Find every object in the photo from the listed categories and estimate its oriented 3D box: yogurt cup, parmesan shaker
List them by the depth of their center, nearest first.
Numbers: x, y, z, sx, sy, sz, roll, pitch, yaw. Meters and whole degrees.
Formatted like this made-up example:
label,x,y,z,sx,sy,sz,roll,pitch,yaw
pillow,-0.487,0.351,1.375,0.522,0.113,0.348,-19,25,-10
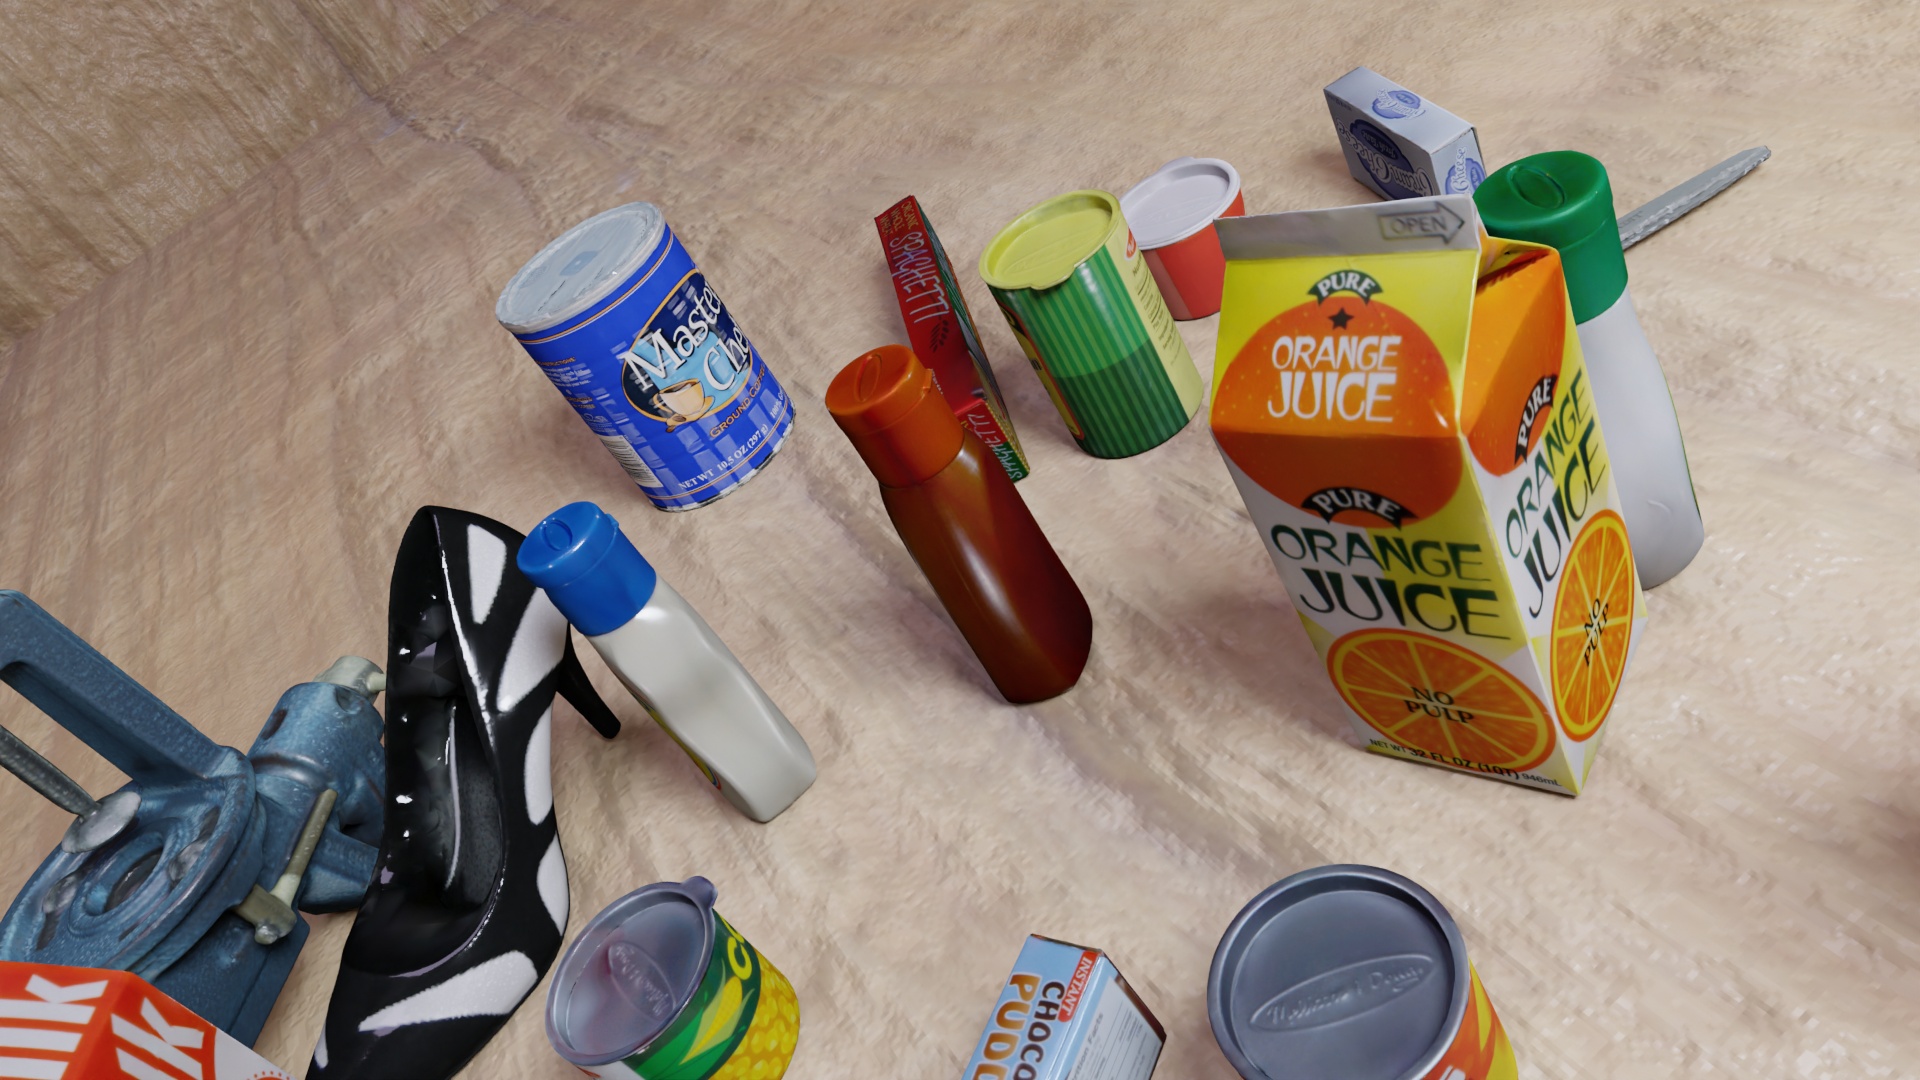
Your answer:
label,x,y,z,sx,sy,sz,roll,pitch,yaw
parmesan shaker,0.060,-0.092,0.617,0.071,0.102,0.072,-21,37,17
yogurt cup,0.112,-0.145,0.681,0.072,0.053,0.073,-21,37,17

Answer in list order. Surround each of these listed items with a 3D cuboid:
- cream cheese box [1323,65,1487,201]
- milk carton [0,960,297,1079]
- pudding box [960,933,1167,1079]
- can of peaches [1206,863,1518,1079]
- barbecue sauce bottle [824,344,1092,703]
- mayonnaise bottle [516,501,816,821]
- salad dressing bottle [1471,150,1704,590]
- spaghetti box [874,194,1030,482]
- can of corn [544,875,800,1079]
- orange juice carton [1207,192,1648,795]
label,x,y,z,sx,sy,sz,roll,pitch,yaw
cream cheese box,0.210,-0.181,0.649,0.024,0.053,0.104,-30,36,4
milk carton,-0.262,0.203,0.439,0.073,0.190,0.073,-24,37,13
pudding box,0.024,0.161,0.391,0.030,0.049,0.084,0,47,38
can of peaches,0.105,0.130,0.359,0.071,0.058,0.071,-21,37,17
barbecue sauce bottle,0.002,-0.007,0.521,0.043,0.148,0.065,-18,38,20
mayonnaise bottle,-0.114,0.048,0.545,0.041,0.147,0.065,-42,36,-11
salad dressing bottle,0.191,-0.048,0.426,0.044,0.147,0.064,-25,36,12
spaghetti box,-0.009,-0.113,0.738,0.028,0.050,0.251,-27,36,8
can of corn,-0.095,0.159,0.477,0.071,0.058,0.071,-21,37,17
orange juice carton,0.133,-0.017,0.395,0.072,0.192,0.073,8,52,43
